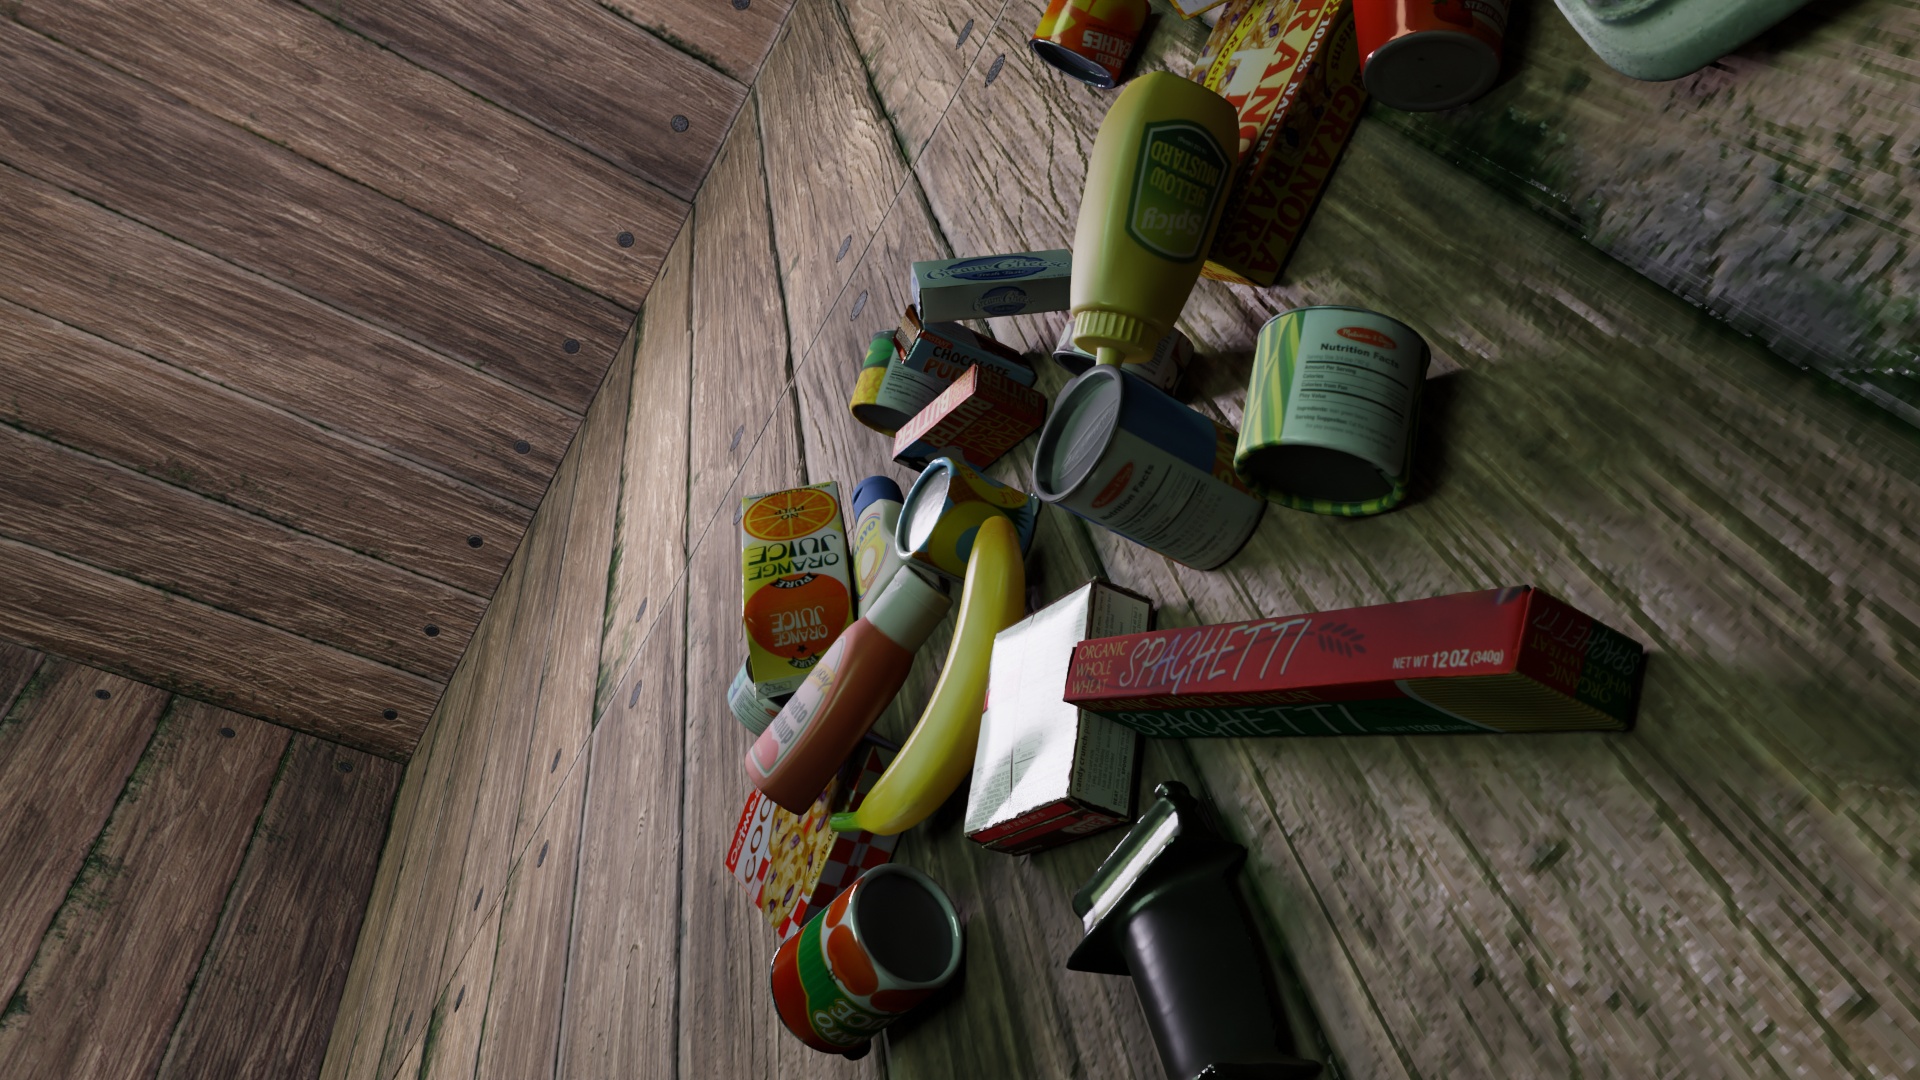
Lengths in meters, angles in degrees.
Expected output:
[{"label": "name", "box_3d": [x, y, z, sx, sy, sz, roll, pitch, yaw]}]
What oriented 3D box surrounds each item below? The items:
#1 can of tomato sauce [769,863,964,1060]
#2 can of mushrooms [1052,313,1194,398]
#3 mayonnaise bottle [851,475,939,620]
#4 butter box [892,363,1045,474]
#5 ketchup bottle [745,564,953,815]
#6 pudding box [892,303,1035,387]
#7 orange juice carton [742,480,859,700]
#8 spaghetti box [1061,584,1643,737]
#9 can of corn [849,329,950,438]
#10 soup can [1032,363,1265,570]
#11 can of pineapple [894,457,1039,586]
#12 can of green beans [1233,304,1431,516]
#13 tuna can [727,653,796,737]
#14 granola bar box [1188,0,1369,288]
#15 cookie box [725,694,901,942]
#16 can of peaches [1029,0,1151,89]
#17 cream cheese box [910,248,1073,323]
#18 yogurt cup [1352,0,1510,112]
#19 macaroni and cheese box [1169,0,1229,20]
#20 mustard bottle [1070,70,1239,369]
[{"label": "can of tomato sauce", "box_3d": [-0.046, 0.211, 0.693, 0.082, 0.071, 0.071, -47, 29, 37]}, {"label": "can of mushrooms", "box_3d": [0.083, -0.096, 0.711, 0.033, 0.071, 0.071, -67, 22, -3]}, {"label": "mayonnaise bottle", "box_3d": [-0.049, 0.007, 0.931, 0.064, 0.041, 0.149, -59, 24, 23]}, {"label": "butter box", "box_3d": [0.004, -0.071, 0.876, 0.103, 0.053, 0.024, -36, 39, 51]}, {"label": "ketchup bottle", "box_3d": [-0.062, 0.083, 0.794, 0.149, 0.043, 0.065, -52, 21, 2]}, {"label": "pudding box", "box_3d": [0.002, -0.117, 0.888, 0.030, 0.084, 0.050, -61, 23, 19]}, {"label": "orange juice carton", "box_3d": [-0.108, 0.041, 0.957, 0.193, 0.072, 0.072, -104, 4, -56]}, {"label": "spaghetti box", "box_3d": [0.121, 0.049, 0.502, 0.249, 0.050, 0.029, -17, 52, 62]}, {"label": "can of corn", "box_3d": [-0.042, -0.110, 1.001, 0.071, 0.071, 0.058, -15, 55, 62]}, {"label": "soup can", "box_3d": [0.085, -0.033, 0.620, 0.071, 0.084, 0.072, -48, 28, 37]}, {"label": "can of pineapple", "box_3d": [0.003, -0.010, 0.812, 0.070, 0.058, 0.071, -48, 28, 37]}, {"label": "can of green beans", "box_3d": [0.142, -0.048, 0.531, 0.071, 0.071, 0.058, -21, 49, 60]}, {"label": "tuna can", "box_3d": [-0.126, 0.108, 0.974, 0.032, 0.071, 0.071, -57, 24, 24]}, {"label": "granola bar box", "box_3d": [0.152, -0.215, 0.710, 0.165, 0.039, 0.124, -63, 23, 5]}, {"label": "cookie box", "box_3d": [-0.089, 0.171, 0.859, 0.167, 0.040, 0.123, 11, 78, 67]}, {"label": "can of peaches", "box_3d": [0.091, -0.351, 0.949, 0.058, 0.071, 0.071, -63, 22, 5]}, {"label": "cream cheese box", "box_3d": [0.022, -0.160, 0.871, 0.053, 0.104, 0.024, -107, 12, -60]}, {"label": "yogurt cup", "box_3d": [0.197, -0.218, 0.583, 0.072, 0.072, 0.054, -24, 55, 59]}, {"label": "macaroni and cheese box", "box_3d": [0.186, -0.332, 0.684, 0.124, 0.040, 0.166, -52, 25, -19]}, {"label": "mustard bottle", "box_3d": [0.085, -0.135, 0.651, 0.049, 0.065, 0.160, -1, 73, 68]}]
